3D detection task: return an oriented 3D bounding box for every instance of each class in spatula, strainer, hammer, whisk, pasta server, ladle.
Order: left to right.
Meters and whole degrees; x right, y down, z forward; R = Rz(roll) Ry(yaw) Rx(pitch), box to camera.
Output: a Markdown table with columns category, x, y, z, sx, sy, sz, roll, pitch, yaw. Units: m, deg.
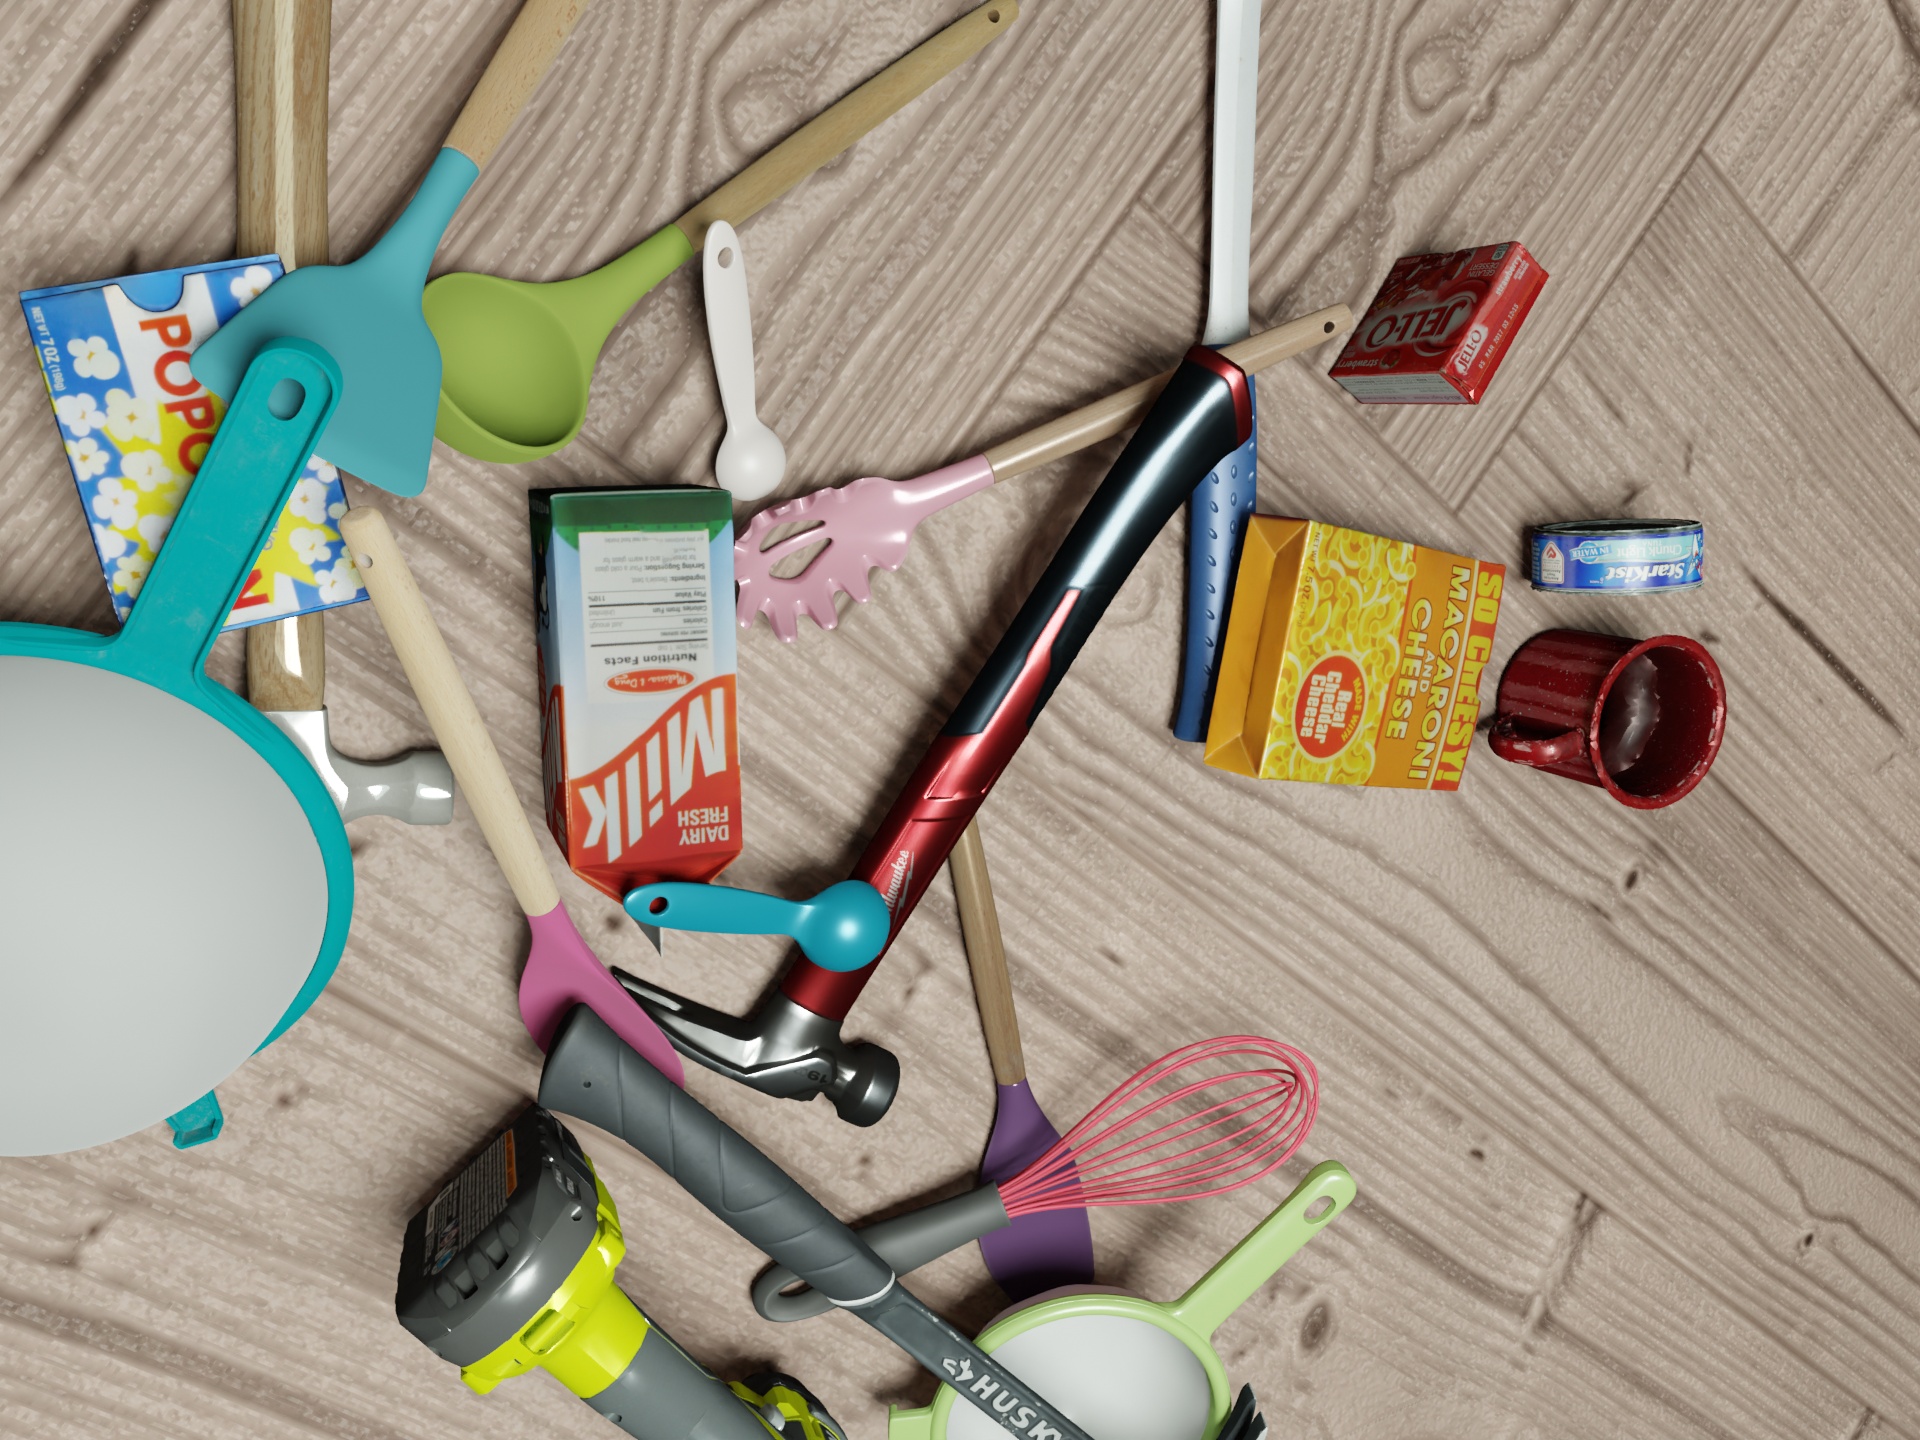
| category | x | y | z | sx | sy | sz | roll | pitch | yaw |
| --- | --- | --- | --- | --- | --- | --- | --- | --- | --- |
| strainer | -0.291 | 0.030 | 0.529 | 0.210 | 0.095 | 0.340 | 26 | 112 | -25 |
| hammer | -0.263 | -0.118 | 0.612 | 0.130 | 0.031 | 0.331 | -1 | 100 | -23 |
| spatula | -0.168 | -0.230 | 0.588 | 0.082 | 0.044 | 0.317 | 31 | 73 | -24 |
| ladle | -0.091 | -0.215 | 0.654 | 0.320 | 0.062 | 0.078 | -40 | 106 | -14 |
| hammer | -0.027 | 0.262 | 0.714 | 0.149 | 0.036 | 0.408 | -43 | 108 | 7 |
| hammer | -0.001 | -0.002 | 0.709 | 0.143 | 0.038 | 0.386 | 30 | 97 | -23 |
| spatula | 0.018 | 0.155 | 0.788 | 0.059 | 0.018 | 0.315 | -15 | 106 | -16 |
| whisk | 0.038 | 0.226 | 0.774 | 0.296 | 0.073 | 0.073 | -22 | 108 | -4 |
| pasta server | 0.039 | -0.121 | 0.712 | 0.316 | 0.040 | 0.060 | -24 | 119 | -8 |
| strainer | 0.092 | 0.298 | 0.797 | 0.151 | 0.069 | 0.256 | 42 | 98 | -18 |
| hammer | 0.134 | -0.191 | 0.763 | 0.144 | 0.035 | 0.405 | -4 | 101 | -22 |

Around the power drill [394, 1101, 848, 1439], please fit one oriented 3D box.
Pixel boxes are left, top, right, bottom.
| category | x | y | z | sx | sy | sz | roll | pitch | yaw |
| --- | --- | --- | --- | --- | --- | --- | --- | --- | --- |
| power drill | -0.129 | 0.274 | 0.676 | 0.080 | 0.171 | 0.223 | -44 | 104 | -10 |

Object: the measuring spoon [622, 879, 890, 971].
| category | x | y | z | sx | sy | sz | roll | pitch | yaw |
| --- | --- | --- | --- | --- | --- | --- | --- | --- | --- |
| measuring spoon | -0.079 | 0.085 | 0.660 | 0.128 | 0.021 | 0.042 | 12 | 102 | -39 |

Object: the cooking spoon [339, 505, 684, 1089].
| category | x | y | z | sx | sy | sz | roll | pitch | yaw |
| --- | --- | --- | --- | --- | --- | --- | --- | --- | --- |
| cooking spoon | -0.171 | 0.053 | 0.621 | 0.069 | 0.017 | 0.318 | 2 | 131 | 16 |

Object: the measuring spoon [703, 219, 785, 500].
| category | x | y | z | sx | sy | sz | roll | pitch | yaw |
| --- | --- | --- | --- | --- | --- | --- | --- | --- | --- |
| measuring spoon | -0.089 | -0.145 | 0.660 | 0.034 | 0.018 | 0.124 | -33 | 137 | -33 |
